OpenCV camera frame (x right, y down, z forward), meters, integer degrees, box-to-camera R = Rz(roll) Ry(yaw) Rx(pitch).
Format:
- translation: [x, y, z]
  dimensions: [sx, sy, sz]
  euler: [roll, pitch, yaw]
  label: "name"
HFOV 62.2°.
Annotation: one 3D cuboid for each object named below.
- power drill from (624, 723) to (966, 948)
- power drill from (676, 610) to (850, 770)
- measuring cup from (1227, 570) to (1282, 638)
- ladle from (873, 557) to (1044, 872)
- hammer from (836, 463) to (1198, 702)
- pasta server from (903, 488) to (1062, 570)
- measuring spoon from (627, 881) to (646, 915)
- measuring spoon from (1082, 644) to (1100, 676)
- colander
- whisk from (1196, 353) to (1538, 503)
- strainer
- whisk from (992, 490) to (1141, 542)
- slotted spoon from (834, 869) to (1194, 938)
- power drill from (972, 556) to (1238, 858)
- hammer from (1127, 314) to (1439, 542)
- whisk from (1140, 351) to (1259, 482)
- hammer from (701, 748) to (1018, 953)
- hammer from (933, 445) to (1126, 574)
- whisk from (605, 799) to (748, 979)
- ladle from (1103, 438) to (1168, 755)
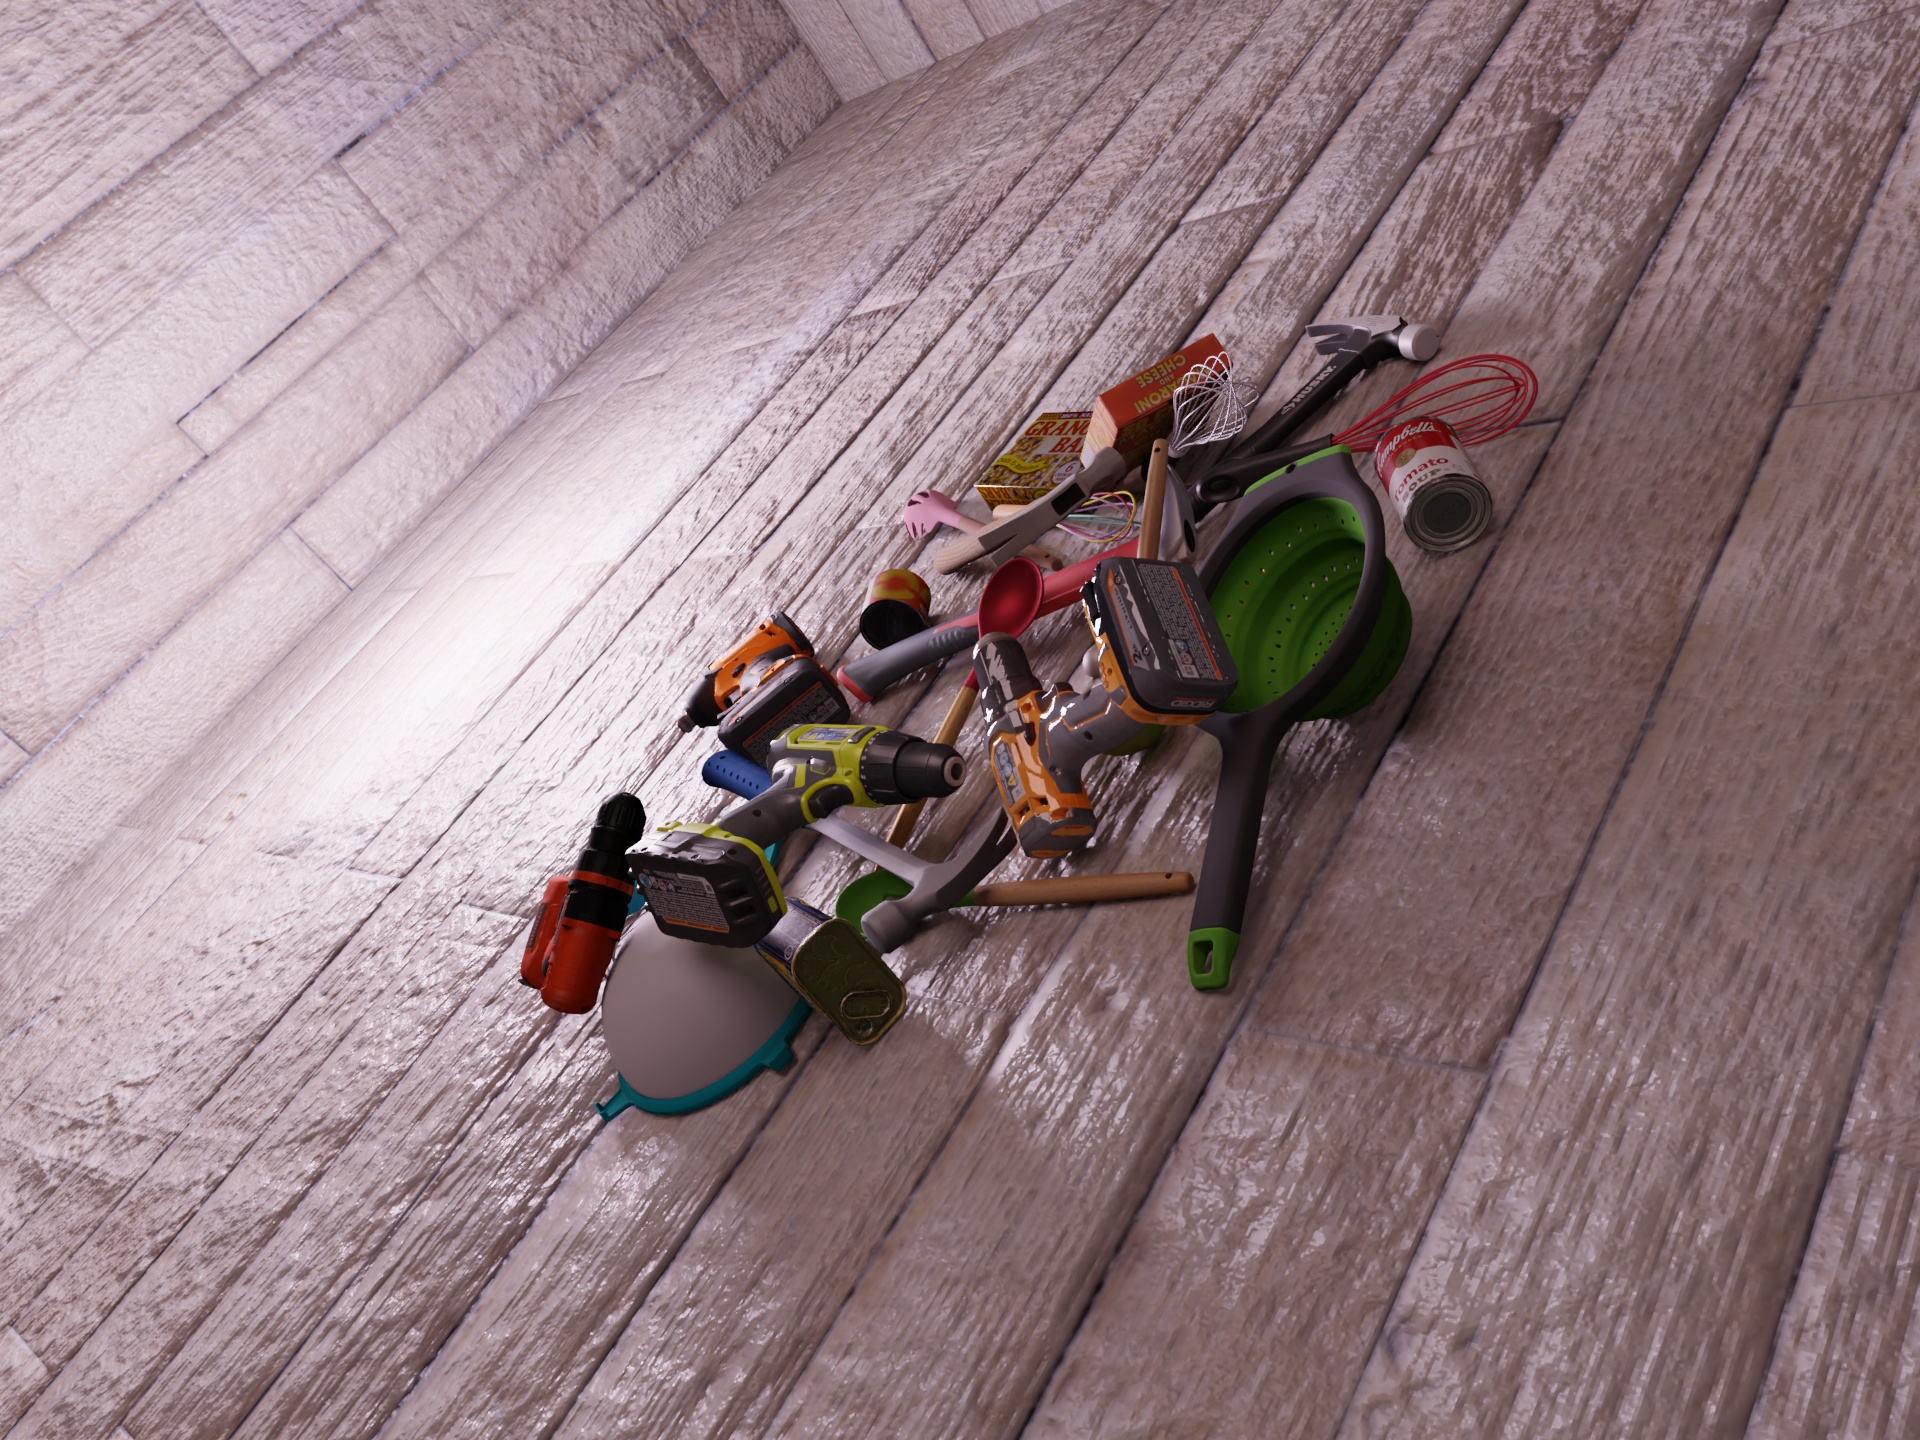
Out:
- translation: [-0.121, 0.075, 1.212]
  dimensions: [0.191, 0.080, 0.228]
  euler: [2, 30, 43]
  label: "power drill"
- translation: [-0.207, -0.019, 1.599]
  dimensions: [0.164, 0.084, 0.227]
  euler: [-39, 25, -3]
  label: "power drill"
- translation: [0.251, -0.098, 1.247]
  dimensions: [0.173, 0.052, 0.095]
  euler: [-30, 30, 9]
  label: "measuring cup"
- translation: [-0.002, -0.004, 1.365]
  dimensions: [0.069, 0.031, 0.315]
  euler: [6, 61, 42]
  label: "ladle"
- translation: [0.042, -0.112, 1.465]
  dimensions: [0.386, 0.038, 0.143]
  euler: [-21, 58, 31]
  label: "hammer"
- translation: [0.021, -0.194, 1.656]
  dimensions: [0.060, 0.040, 0.316]
  euler: [-43, 34, -10]
  label: "pasta server"
- translation: [-0.258, 0.127, 1.414]
  dimensions: [0.128, 0.021, 0.042]
  euler: [-38, 23, -8]
  label: "measuring spoon"
- translation: [0.139, -0.043, 1.320]
  dimensions: [0.034, 0.018, 0.124]
  euler: [-43, 31, -11]
  label: "measuring spoon"
- translation: [0.231, 0.006, 1.098]
  dimensions: [0.204, 0.094, 0.397]
  euler: [-20, 49, 54]
  label: "colander"
- translation: [0.331, -0.234, 1.326]
  dimensions: [0.296, 0.073, 0.073]
  euler: [-15, 36, 31]
  label: "whisk"
- translation: [-0.207, 0.161, 1.328]
  dimensions: [0.211, 0.095, 0.341]
  euler: [-22, 34, 26]
  label: "strainer"
- translation: [0.102, -0.202, 1.560]
  dimensions: [0.051, 0.047, 0.245]
  euler: [-6, 11, -28]
  label: "whisk"
- translation: [0.034, 0.131, 1.182]
  dimensions: [0.314, 0.031, 0.070]
  euler: [-9, 40, 37]
  label: "slotted spoon"
- translation: [0.088, -0.029, 1.160]
  dimensions: [0.226, 0.084, 0.186]
  euler: [-49, 49, 45]
  label: "power drill"
- translation: [0.276, -0.258, 1.460]
  dimensions: [0.335, 0.035, 0.146]
  euler: [-43, 31, -9]
  label: "hammer"
- translation: [0.201, -0.256, 1.412]
  dimensions: [0.070, 0.070, 0.284]
  euler: [-43, 0, -9]
  label: "whisk"
- translation: [-0.109, 0.082, 1.323]
  dimensions: [0.144, 0.035, 0.406]
  euler: [-34, 28, -22]
  label: "hammer"
- translation: [0.037, -0.175, 1.491]
  dimensions: [0.130, 0.031, 0.331]
  euler: [-38, 8, -17]
  label: "hammer"
- translation: [-0.241, 0.145, 1.443]
  dimensions: [0.058, 0.059, 0.246]
  euler: [26, 57, 18]
  label: "whisk"
- translation: [0.145, -0.111, 1.297]
  dimensions: [0.078, 0.062, 0.320]
  euler: [-6, 57, 26]
  label: "ladle"
